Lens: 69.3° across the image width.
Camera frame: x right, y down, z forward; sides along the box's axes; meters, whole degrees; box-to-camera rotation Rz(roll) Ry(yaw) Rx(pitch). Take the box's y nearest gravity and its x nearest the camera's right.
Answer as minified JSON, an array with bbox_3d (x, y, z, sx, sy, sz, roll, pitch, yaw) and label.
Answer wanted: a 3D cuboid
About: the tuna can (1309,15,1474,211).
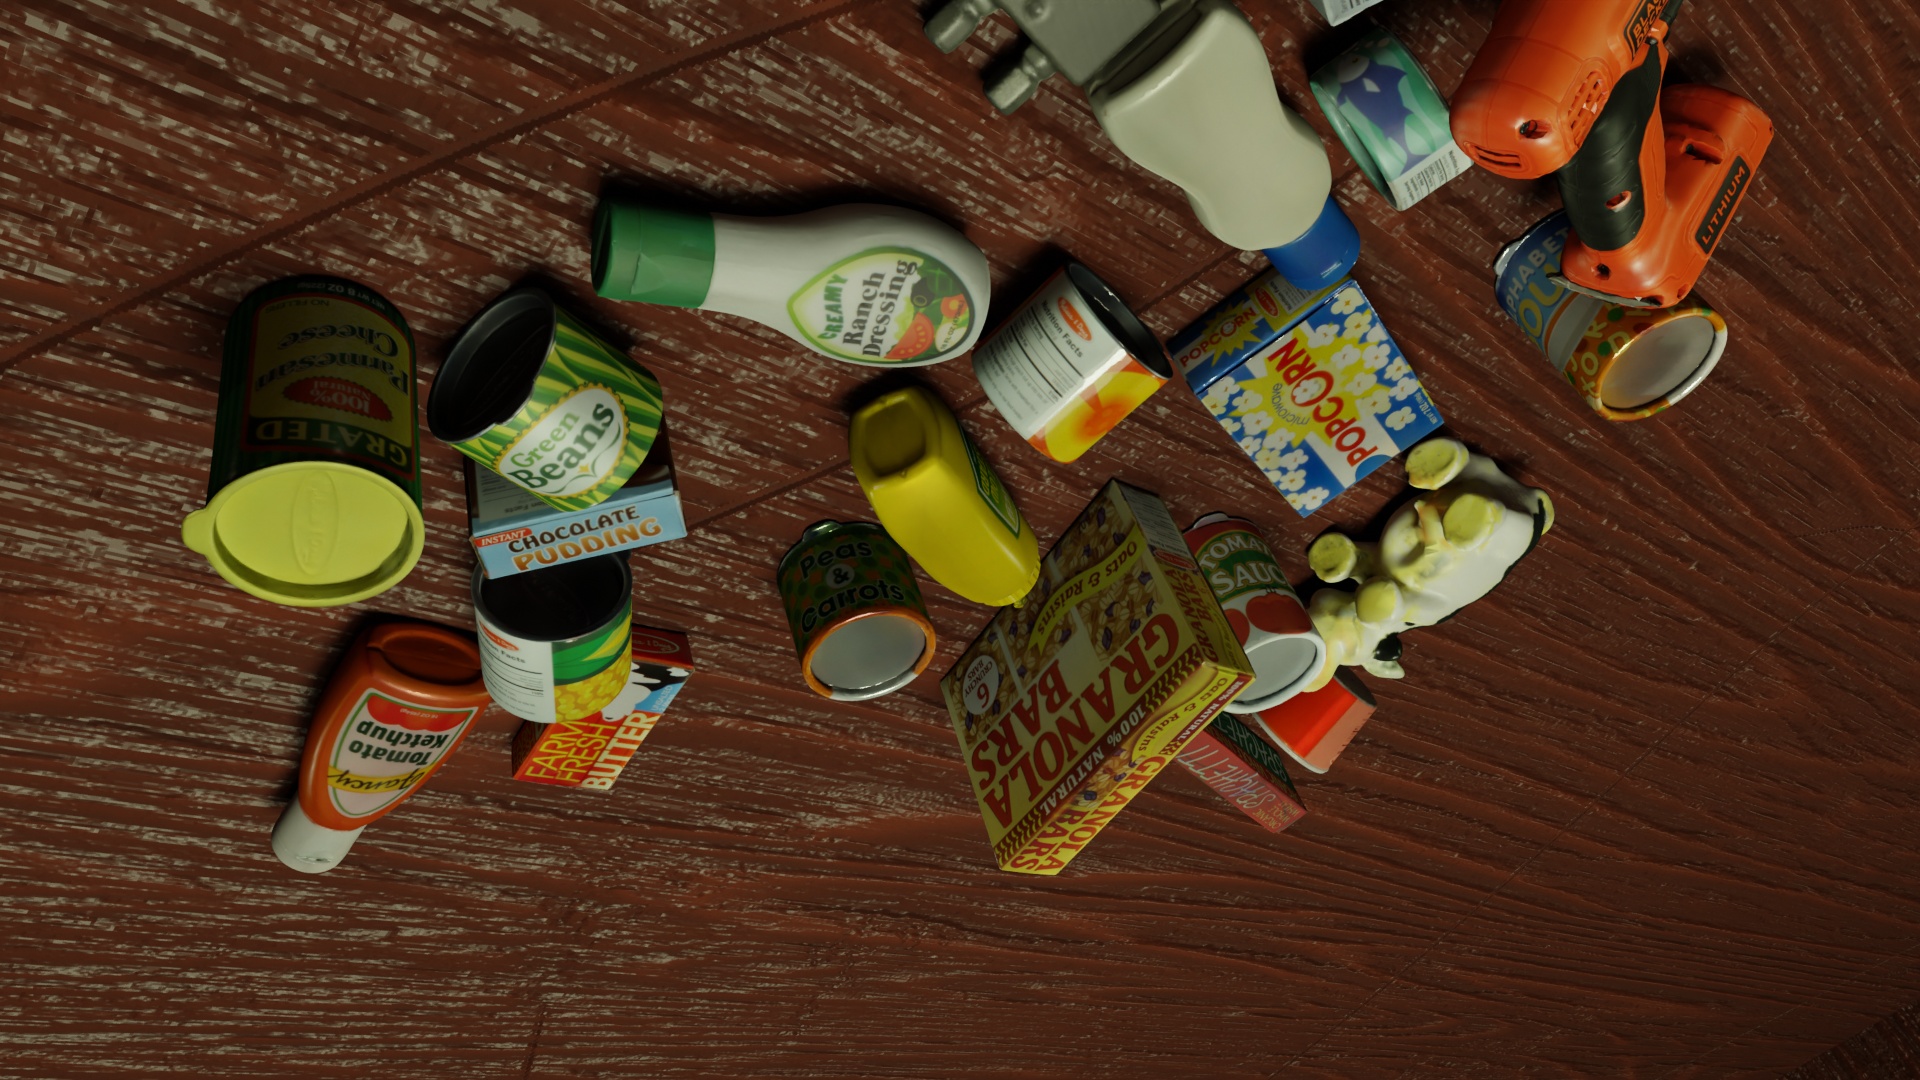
[{"bbox_3d":[0.166,-0.166,0.543,0.032,0.071,0.071,-35,137,16],"label":"tuna can"}]

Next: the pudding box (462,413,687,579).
[{"bbox_3d":[-0.158,-0.019,0.572,0.084,0.050,0.030,-13,140,-10],"label":"pudding box"}]

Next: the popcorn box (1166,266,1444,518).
[{"bbox_3d":[0.166,-0.074,0.660,0.085,0.038,0.126,-37,137,15],"label":"popcorn box"}]

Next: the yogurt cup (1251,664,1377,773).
[{"bbox_3d":[0.216,0.100,0.850,0.072,0.073,0.053,27,112,-41],"label":"yogurt cup"}]

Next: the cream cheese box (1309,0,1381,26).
[{"bbox_3d":[0.112,-0.228,0.461,0.024,0.053,0.103,-27,139,9],"label":"cream cheese box"}]

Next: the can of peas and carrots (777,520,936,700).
[{"bbox_3d":[-0.051,0.033,0.666,0.071,0.059,0.070,-12,138,-11],"label":"can of peas and carrots"}]

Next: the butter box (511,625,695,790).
[{"bbox_3d":[-0.180,0.084,0.691,0.053,0.024,0.103,15,127,-36],"label":"butter box"}]

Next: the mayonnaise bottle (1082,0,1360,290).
[{"bbox_3d":[0.112,-0.152,0.553,0.064,0.041,0.148,-38,138,20],"label":"mayonnaise bottle"}]

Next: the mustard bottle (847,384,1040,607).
[{"bbox_3d":[0.002,-0.008,0.645,0.049,0.065,0.159,-25,145,12],"label":"mustard bottle"}]

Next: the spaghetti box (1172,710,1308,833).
[{"bbox_3d":[0.145,0.118,0.848,0.028,0.050,0.249,-35,138,16],"label":"spaghetti box"}]

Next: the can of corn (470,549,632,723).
[{"bbox_3d":[-0.177,0.036,0.612,0.071,0.071,0.058,-5,137,-18],"label":"can of corn"}]

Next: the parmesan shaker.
[{"bbox_3d":[-0.226,-0.037,0.482,0.071,0.103,0.071,-12,138,-11],"label":"parmesan shaker"}]

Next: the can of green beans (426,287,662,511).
[{"bbox_3d":[-0.156,-0.052,0.524,0.071,0.071,0.057,-35,137,15],"label":"can of green beans"}]

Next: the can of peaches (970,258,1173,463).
[{"bbox_3d":[0.048,-0.074,0.589,0.058,0.071,0.071,-41,135,21],"label":"can of peaches"}]

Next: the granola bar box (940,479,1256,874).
[{"bbox_3d":[0.063,0.071,0.706,0.039,0.125,0.164,16,127,-33],"label":"granola bar box"}]

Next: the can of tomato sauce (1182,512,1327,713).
[{"bbox_3d":[0.148,0.038,0.738,0.071,0.083,0.070,-12,138,-11],"label":"can of tomato sauce"}]

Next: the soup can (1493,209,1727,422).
[{"bbox_3d":[0.300,-0.106,0.648,0.071,0.084,0.071,-12,138,-11],"label":"soup can"}]

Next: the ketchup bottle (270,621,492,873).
[{"bbox_3d":[-0.278,0.100,0.652,0.065,0.044,0.148,19,125,-37],"label":"ketchup bottle"}]

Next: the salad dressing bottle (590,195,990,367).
[{"bbox_3d":[-0.063,-0.101,0.529,0.148,0.044,0.064,3,132,-26],"label":"salad dressing bottle"}]
